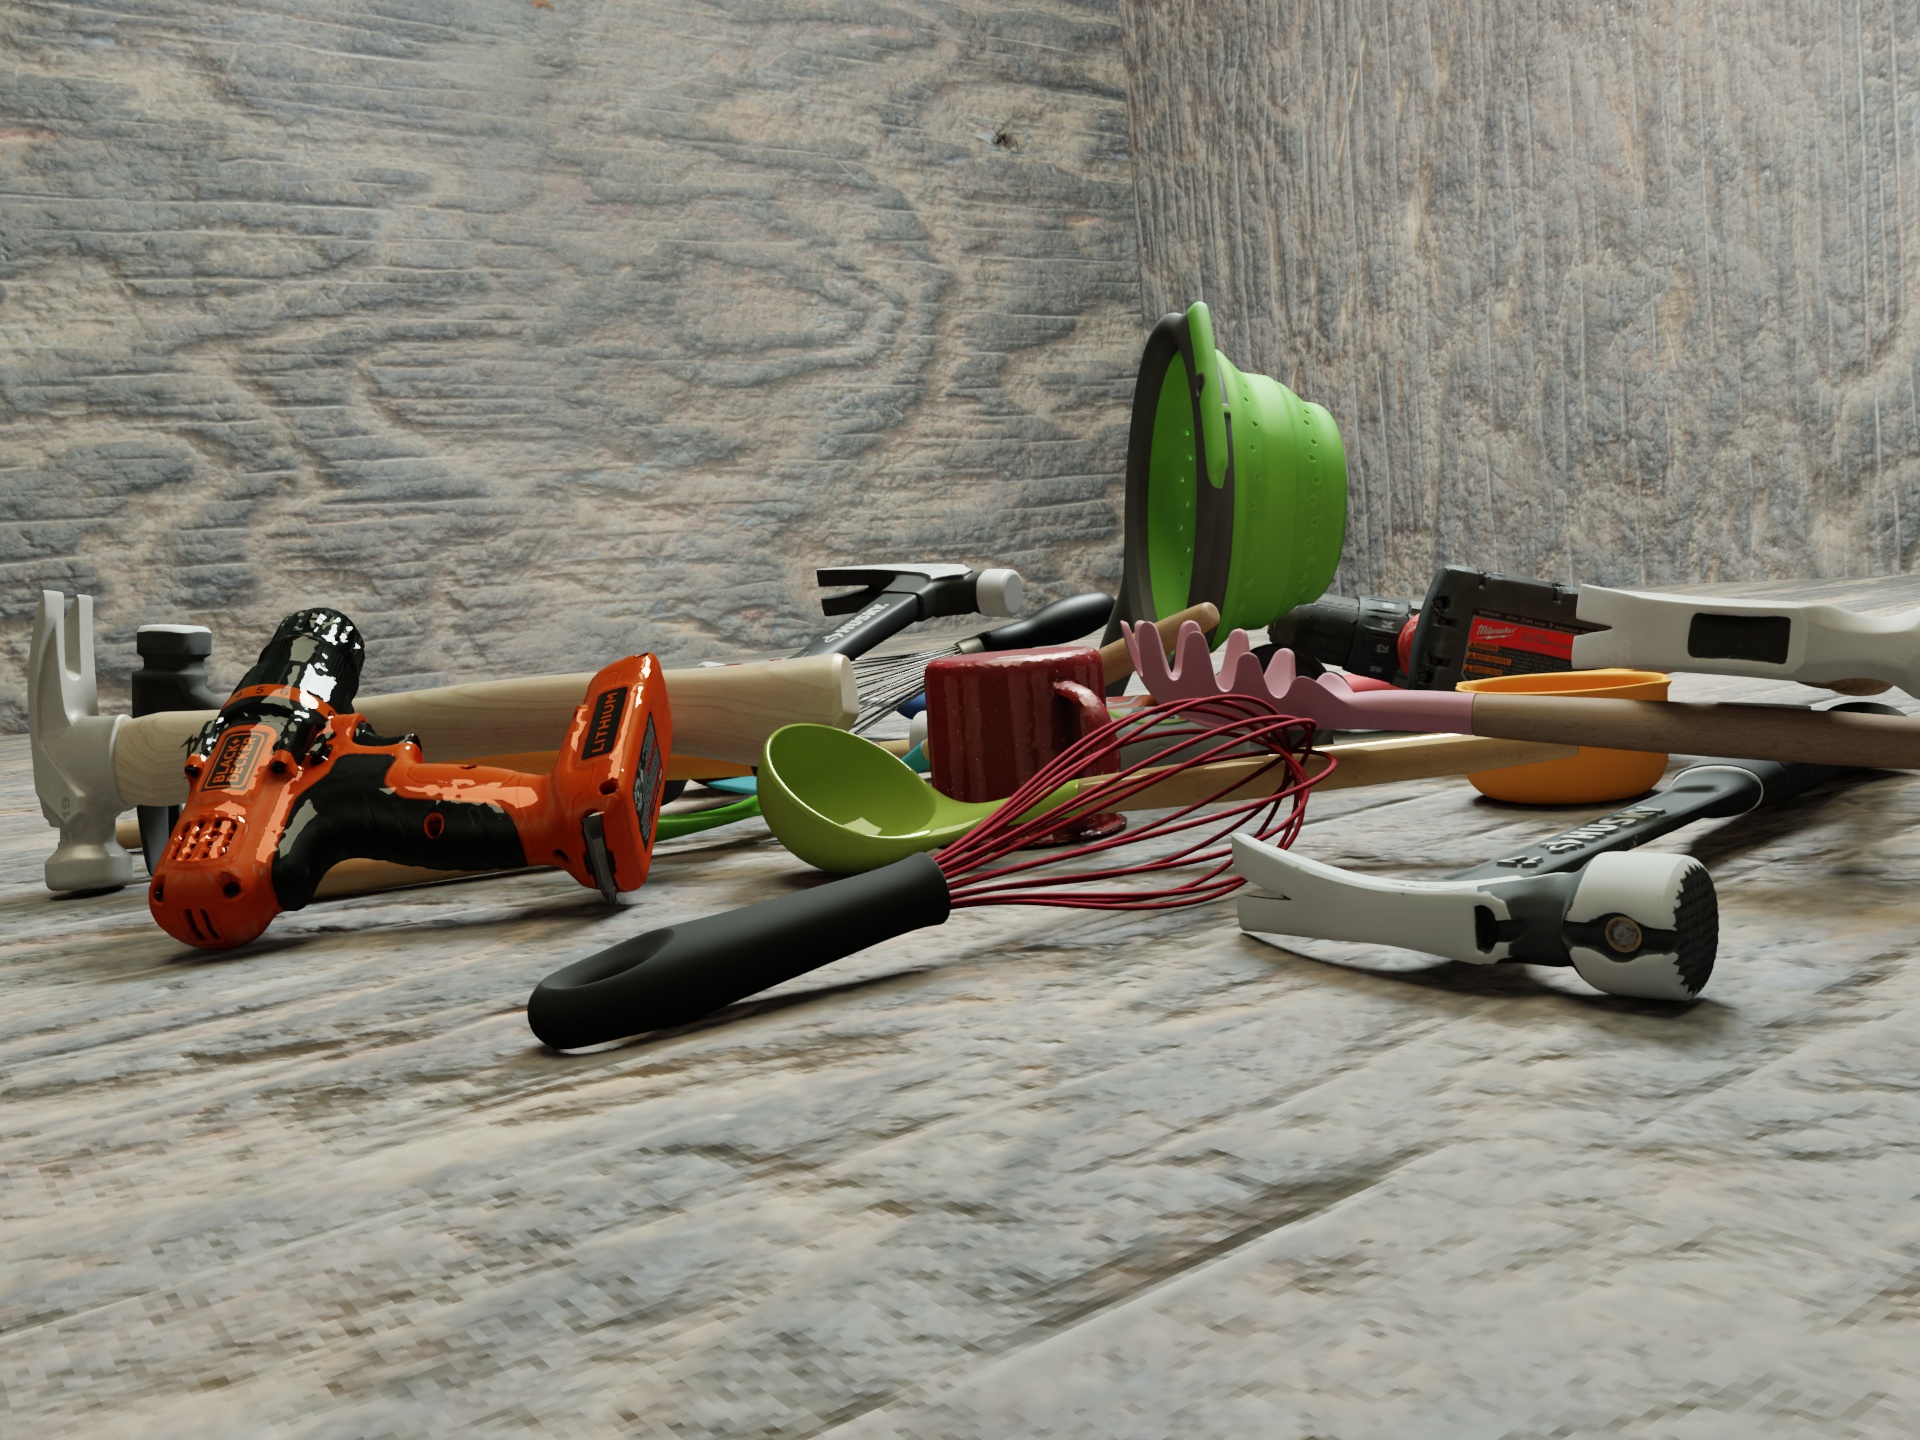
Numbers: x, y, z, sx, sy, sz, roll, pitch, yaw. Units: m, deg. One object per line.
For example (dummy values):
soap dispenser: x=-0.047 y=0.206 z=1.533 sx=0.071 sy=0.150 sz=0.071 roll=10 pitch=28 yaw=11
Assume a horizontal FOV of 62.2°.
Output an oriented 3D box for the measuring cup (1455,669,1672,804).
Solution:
measuring cup: x=0.294 y=0.004 z=0.729 sx=0.095 sy=0.052 sz=0.173 roll=0 pitch=6 yaw=45

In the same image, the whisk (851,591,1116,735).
whisk: x=-0.022 y=-0.034 z=1.061 sx=0.284 sy=0.070 sz=0.070 roll=-20 pitch=9 yaw=-13

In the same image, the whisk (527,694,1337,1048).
whisk: x=0.006 y=0.048 z=0.506 sx=0.295 sy=0.073 sz=0.073 roll=-16 pitch=10 yaw=-30

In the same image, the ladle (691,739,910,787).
ladle: x=-0.024 y=0.018 z=0.984 sx=0.315 sy=0.031 sz=0.069 roll=-3 pitch=21 yaw=-6

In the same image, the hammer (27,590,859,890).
hammer: x=-0.250 y=-0.006 z=0.744 sx=0.410 sy=0.146 sz=0.038 roll=-5 pitch=-1 yaw=11

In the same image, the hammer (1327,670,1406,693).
hammer: x=0.350 y=-0.034 z=1.142 sx=0.386 sy=0.038 sz=0.143 roll=-8 pitch=5 yaw=-29

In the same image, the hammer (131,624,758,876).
hammer: x=-0.252 y=0.016 z=0.779 sx=0.337 sy=0.127 sz=0.034 roll=1 pitch=2 yaw=12

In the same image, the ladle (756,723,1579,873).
ladle: x=0.071 y=0.016 z=0.624 sx=0.320 sy=0.062 sz=0.078 roll=-8 pitch=20 yaw=16

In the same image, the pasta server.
pasta server: x=0.207 y=-0.008 z=0.550 sx=0.316 sy=0.040 sz=0.060 roll=5 pitch=6 yaw=25

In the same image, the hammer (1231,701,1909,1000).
hammer: x=0.258 y=0.030 z=0.571 sx=0.149 sy=0.036 sz=0.408 roll=-1 pitch=6 yaw=45

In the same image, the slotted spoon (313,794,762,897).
slotted spoon: x=-0.175 y=0.055 z=0.737 sx=0.313 sy=0.031 sz=0.070 roll=-8 pitch=3 yaw=-16

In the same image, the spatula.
spatula: x=-0.001 y=-0.003 z=0.815 sx=0.317 sy=0.044 sz=0.082 roll=-26 pitch=-13 yaw=38

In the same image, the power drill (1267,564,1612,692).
power drill: x=0.277 y=-0.041 z=0.905 sx=0.188 sy=0.080 sz=0.226 roll=11 pitch=4 yaw=5

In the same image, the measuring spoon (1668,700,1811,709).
measuring spoon: x=0.430 y=-0.002 z=0.882 sx=0.124 sy=0.018 sz=0.034 roll=0 pitch=2 yaw=-28

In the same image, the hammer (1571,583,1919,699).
hammer: x=0.341 y=-0.026 z=0.641 sx=0.130 sy=0.031 sz=0.331 roll=9 pitch=5 yaw=34

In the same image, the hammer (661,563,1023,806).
hammer: x=-0.101 y=-0.030 z=0.970 sx=0.146 sy=0.035 sz=0.335 roll=5 pitch=26 yaw=30

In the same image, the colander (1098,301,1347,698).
colander: x=0.148 y=-0.086 z=0.953 sx=0.094 sy=0.205 sz=0.396 roll=-1 pitch=-24 yaw=-5

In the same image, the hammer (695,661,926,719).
hammer: x=-0.041 y=-0.012 z=1.186 sx=0.144 sy=0.035 sz=0.406 roll=7 pitch=-1 yaw=-38

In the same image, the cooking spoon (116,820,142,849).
cooking spoon: x=-0.347 y=0.047 z=0.888 sx=0.319 sy=0.017 sz=0.068 roll=-8 pitch=-37 yaw=11
